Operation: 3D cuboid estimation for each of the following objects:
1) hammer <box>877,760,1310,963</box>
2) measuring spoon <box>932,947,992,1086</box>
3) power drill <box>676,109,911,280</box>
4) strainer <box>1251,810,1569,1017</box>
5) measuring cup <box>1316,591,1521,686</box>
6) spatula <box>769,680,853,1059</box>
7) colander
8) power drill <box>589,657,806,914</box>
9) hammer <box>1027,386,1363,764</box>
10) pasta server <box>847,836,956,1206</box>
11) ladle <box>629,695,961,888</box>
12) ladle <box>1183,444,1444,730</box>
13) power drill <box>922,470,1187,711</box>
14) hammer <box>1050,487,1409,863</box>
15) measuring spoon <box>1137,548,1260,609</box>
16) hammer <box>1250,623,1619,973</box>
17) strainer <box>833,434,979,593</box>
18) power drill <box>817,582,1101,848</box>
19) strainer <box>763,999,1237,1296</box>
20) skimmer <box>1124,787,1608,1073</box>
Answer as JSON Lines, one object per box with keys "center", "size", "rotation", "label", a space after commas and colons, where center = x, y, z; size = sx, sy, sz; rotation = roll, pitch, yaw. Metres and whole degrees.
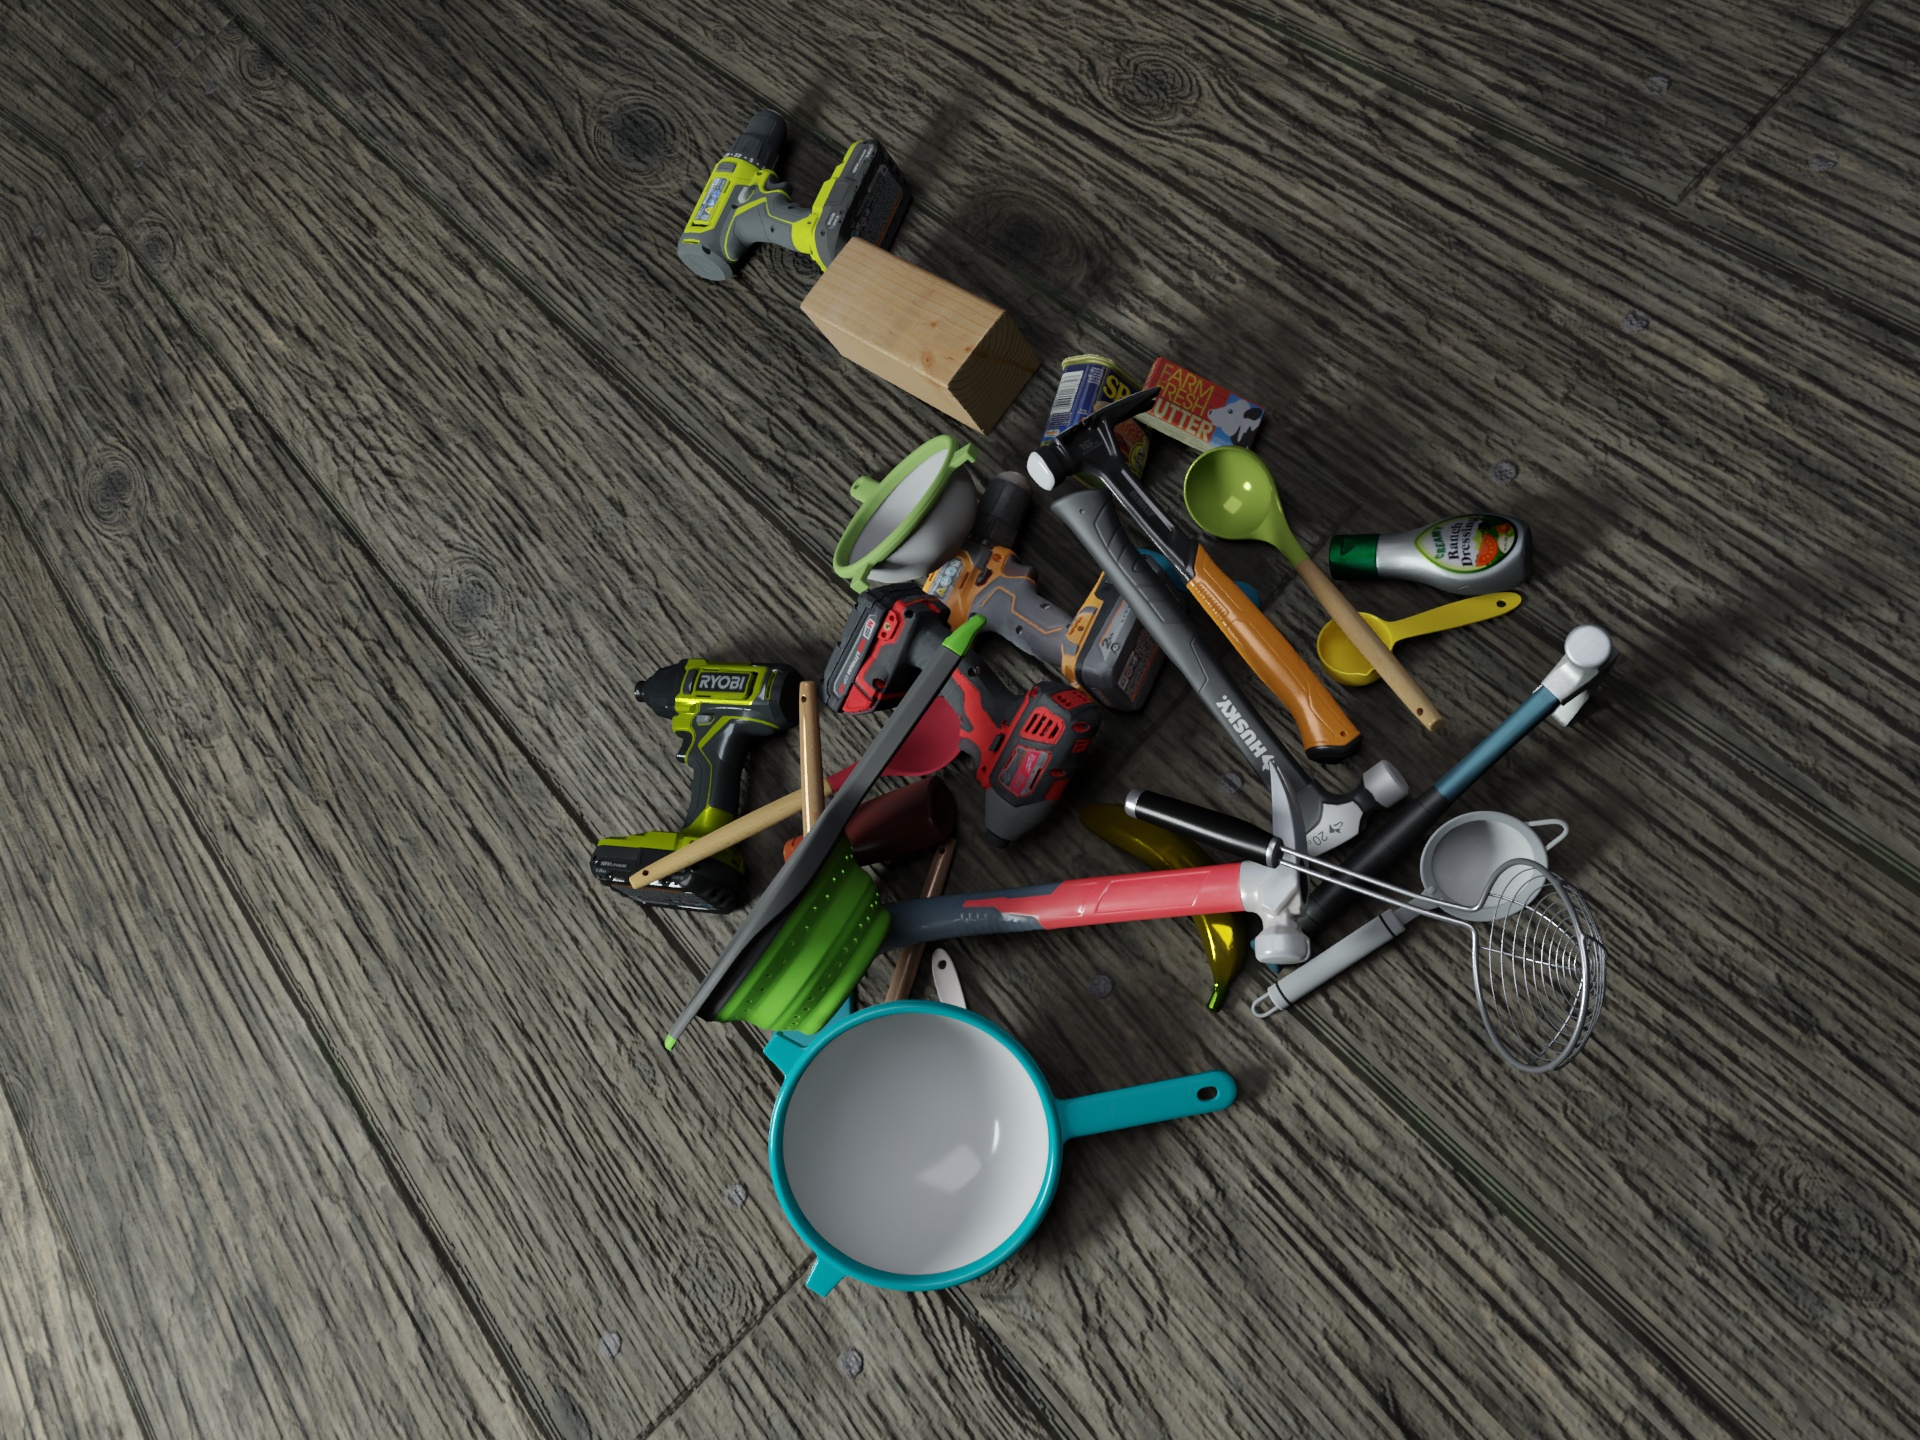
{"center": [0.073, 0.125, 1.210], "size": [0.386, 0.038, 0.143], "rotation": [-9, 69, 28], "label": "hammer"}
{"center": [0.001, 0.236, 1.264], "size": [0.034, 0.018, 0.124], "rotation": [-30, 52, 14], "label": "measuring spoon"}
{"center": [-0.170, -0.543, 1.641], "size": [0.229, 0.080, 0.190], "rotation": [16, 77, 33], "label": "power drill"}
{"center": [0.315, 0.138, 1.137], "size": [0.258, 0.050, 0.087], "rotation": [-37, 102, 14], "label": "strainer"}
{"center": [0.352, -0.066, 1.221], "size": [0.156, 0.029, 0.062], "rotation": [-16, 56, 6], "label": "measuring cup"}
{"center": [-0.123, 0.126, 1.309], "size": [0.082, 0.044, 0.317], "rotation": [1, 97, 28], "label": "spatula"}
{"center": [-0.070, 0.102, 1.205], "size": [0.094, 0.204, 0.397], "rotation": [35, 89, -3], "label": "colander"}
{"center": [-0.242, 0.052, 1.423], "size": [0.171, 0.080, 0.223], "rotation": [3, 66, 26], "label": "power drill"}
{"center": [0.200, -0.109, 1.239], "size": [0.127, 0.034, 0.337], "rotation": [-33, 78, -18], "label": "hammer"}
{"center": [-0.059, 0.240, 1.275], "size": [0.060, 0.040, 0.316], "rotation": [13, 73, 21], "label": "pasta server"}
{"center": [-0.133, 0.067, 1.341], "size": [0.315, 0.031, 0.069], "rotation": [-26, 58, -8], "label": "ladle"}
{"center": [0.269, -0.104, 1.224], "size": [0.321, 0.062, 0.078], "rotation": [61, 137, 40], "label": "ladle"}
{"center": [0.074, -0.114, 1.341], "size": [0.226, 0.084, 0.185], "rotation": [17, 75, 35], "label": "power drill"}
{"center": [0.176, -0.038, 1.197], "size": [0.146, 0.035, 0.335], "rotation": [-39, 83, 21], "label": "hammer"}
{"center": [0.190, -0.116, 1.315], "size": [0.129, 0.021, 0.042], "rotation": [32, 85, 31], "label": "measuring spoon"}
{"center": [0.331, 0.062, 1.128], "size": [0.331, 0.128, 0.033], "rotation": [-46, 70, 13], "label": "hammer"}
{"center": [-0.047, -0.176, 1.392], "size": [0.151, 0.069, 0.256], "rotation": [-50, 20, 2], "label": "strainer"}
{"center": [-0.002, -0.004, 1.281], "size": [0.220, 0.078, 0.143], "rotation": [36, 116, 22], "label": "power drill"}
{"center": [0.030, 0.292, 1.181], "size": [0.340, 0.095, 0.211], "rotation": [-10, 92, -1], "label": "strainer"}
{"center": [0.243, 0.112, 1.034], "size": [0.363, 0.090, 0.127], "rotation": [19, 114, 37], "label": "skimmer"}
